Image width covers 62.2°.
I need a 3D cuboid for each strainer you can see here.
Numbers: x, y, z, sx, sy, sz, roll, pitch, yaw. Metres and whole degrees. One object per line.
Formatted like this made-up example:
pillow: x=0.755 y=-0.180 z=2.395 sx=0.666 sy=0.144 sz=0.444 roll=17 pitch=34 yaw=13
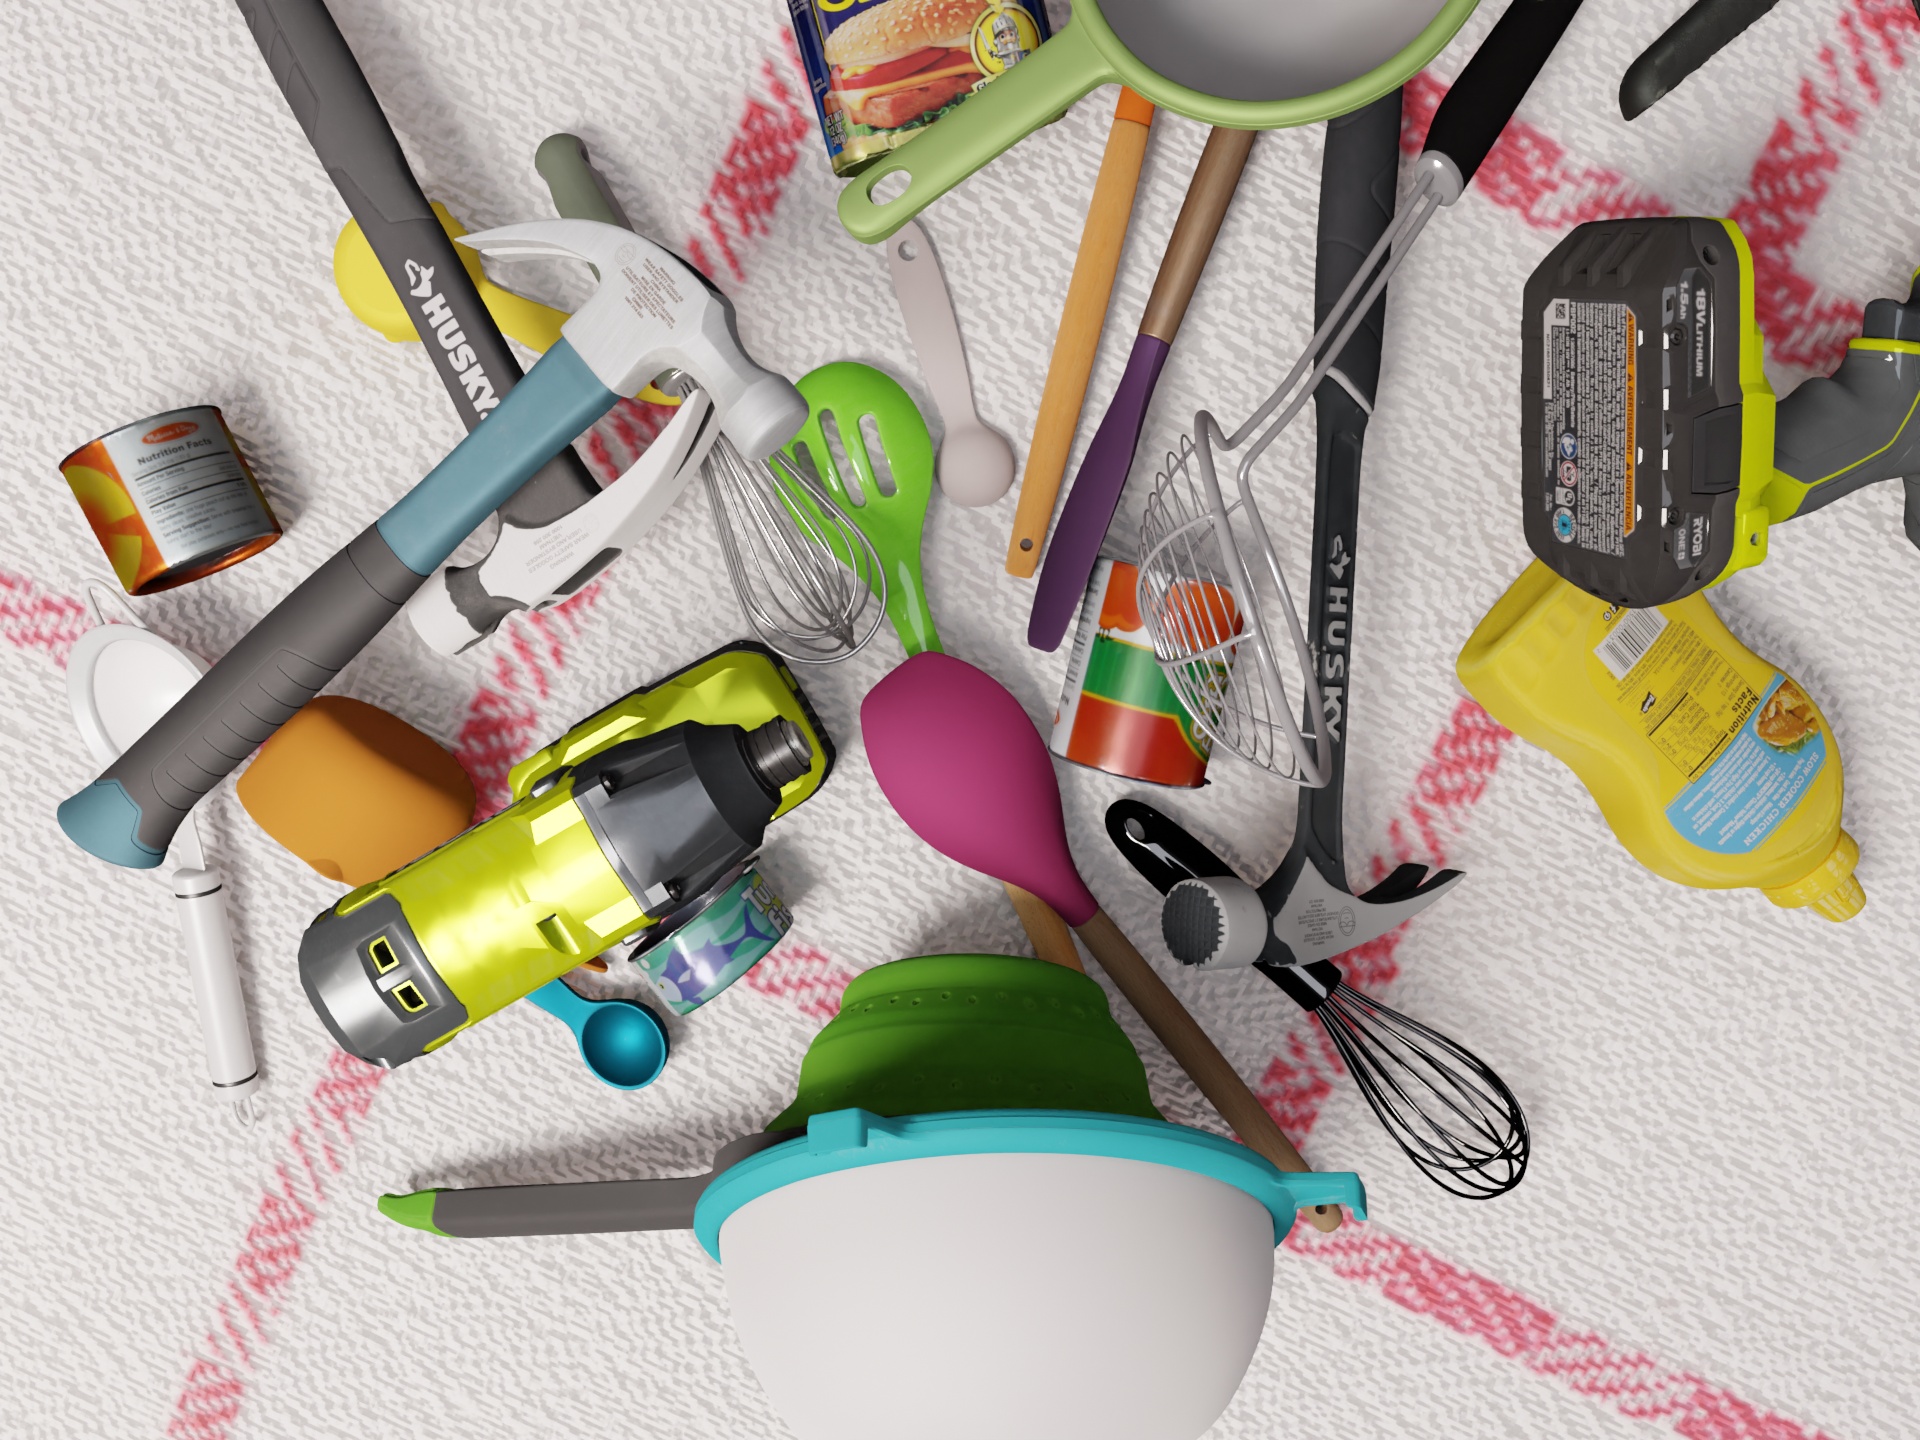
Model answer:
strainer: x=-0.334 y=0.061 z=0.694 sx=0.087 sy=0.050 sz=0.258 roll=2 pitch=105 yaw=22
strainer: x=0.071 y=-0.244 z=0.578 sx=0.256 sy=0.069 sz=0.151 roll=-32 pitch=78 yaw=10
strainer: x=-0.012 y=0.246 z=0.587 sx=0.211 sy=0.095 sz=0.340 roll=12 pitch=142 yaw=-20

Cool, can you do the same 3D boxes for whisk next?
whisk: x=-0.105 y=-0.132 z=0.641 sx=0.059 sy=0.058 sz=0.246 roll=-30 pitch=86 yaw=4
whisk: x=0.152 y=0.117 z=0.681 sx=0.239 sy=0.055 sz=0.055 roll=42 pitch=98 yaw=0

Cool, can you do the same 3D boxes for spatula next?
spatula: x=0.063 y=-0.215 z=0.645 sx=0.081 sy=0.041 sz=0.322 roll=14 pitch=103 yaw=-1
spatula: x=0.086 y=-0.177 z=0.639 sx=0.018 sy=0.060 sz=0.316 roll=20 pitch=94 yaw=-17

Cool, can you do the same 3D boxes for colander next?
colander: x=-0.071 y=0.164 z=0.670 sx=0.397 sy=0.204 sz=0.095 roll=-8 pitch=63 yaw=19

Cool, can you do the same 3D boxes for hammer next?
hammer: x=0.154 y=-0.108 z=0.629 sx=0.149 sy=0.036 sz=0.409 roll=2 pitch=93 yaw=-37
hammer: x=-0.215 y=-0.054 z=0.591 sx=0.331 sy=0.033 sz=0.128 roll=-40 pitch=85 yaw=12
hammer: x=-0.218 y=-0.204 z=0.618 sx=0.146 sy=0.035 sz=0.335 roll=-30 pitch=87 yaw=12

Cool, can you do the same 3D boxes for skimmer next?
skimmer: x=0.166 y=-0.144 z=0.557 sx=0.090 sy=0.127 sz=0.363 roll=20 pitch=69 yaw=39

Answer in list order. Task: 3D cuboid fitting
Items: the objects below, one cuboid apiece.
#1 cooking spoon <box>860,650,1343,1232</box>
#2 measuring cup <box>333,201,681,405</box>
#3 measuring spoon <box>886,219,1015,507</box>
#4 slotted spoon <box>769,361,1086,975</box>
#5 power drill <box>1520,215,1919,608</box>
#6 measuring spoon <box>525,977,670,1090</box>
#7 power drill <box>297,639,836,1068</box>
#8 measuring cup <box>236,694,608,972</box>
cooking spoon: x=0.069 y=0.103 z=0.680 sx=0.069 sy=0.017 sz=0.318 roll=-40 pitch=101 yaw=-5
measuring cup: x=-0.185 y=-0.167 z=0.656 sx=0.156 sy=0.029 sz=0.062 roll=24 pitch=99 yaw=0
measuring spoon: x=-0.008 y=-0.148 z=0.658 sx=0.034 sy=0.018 sz=0.124 roll=-17 pitch=98 yaw=4
slotted spoon: x=-0.001 y=-0.002 z=0.677 sx=0.070 sy=0.031 sz=0.313 roll=-21 pitch=99 yaw=11
power drill: x=0.326 y=-0.141 z=0.583 sx=0.228 sy=0.080 sz=0.190 roll=-12 pitch=109 yaw=-15
measuring spoon: x=-0.181 y=0.116 z=0.710 sx=0.128 sy=0.021 sz=0.042 roll=36 pitch=109 yaw=6
power drill: x=-0.120 y=0.035 z=0.587 sx=0.171 sy=0.223 sz=0.080 roll=-29 pitch=97 yaw=6
measuring cup: x=-0.213 y=0.049 z=0.675 sx=0.173 sy=0.095 sz=0.052 roll=33 pitch=94 yaw=-21
